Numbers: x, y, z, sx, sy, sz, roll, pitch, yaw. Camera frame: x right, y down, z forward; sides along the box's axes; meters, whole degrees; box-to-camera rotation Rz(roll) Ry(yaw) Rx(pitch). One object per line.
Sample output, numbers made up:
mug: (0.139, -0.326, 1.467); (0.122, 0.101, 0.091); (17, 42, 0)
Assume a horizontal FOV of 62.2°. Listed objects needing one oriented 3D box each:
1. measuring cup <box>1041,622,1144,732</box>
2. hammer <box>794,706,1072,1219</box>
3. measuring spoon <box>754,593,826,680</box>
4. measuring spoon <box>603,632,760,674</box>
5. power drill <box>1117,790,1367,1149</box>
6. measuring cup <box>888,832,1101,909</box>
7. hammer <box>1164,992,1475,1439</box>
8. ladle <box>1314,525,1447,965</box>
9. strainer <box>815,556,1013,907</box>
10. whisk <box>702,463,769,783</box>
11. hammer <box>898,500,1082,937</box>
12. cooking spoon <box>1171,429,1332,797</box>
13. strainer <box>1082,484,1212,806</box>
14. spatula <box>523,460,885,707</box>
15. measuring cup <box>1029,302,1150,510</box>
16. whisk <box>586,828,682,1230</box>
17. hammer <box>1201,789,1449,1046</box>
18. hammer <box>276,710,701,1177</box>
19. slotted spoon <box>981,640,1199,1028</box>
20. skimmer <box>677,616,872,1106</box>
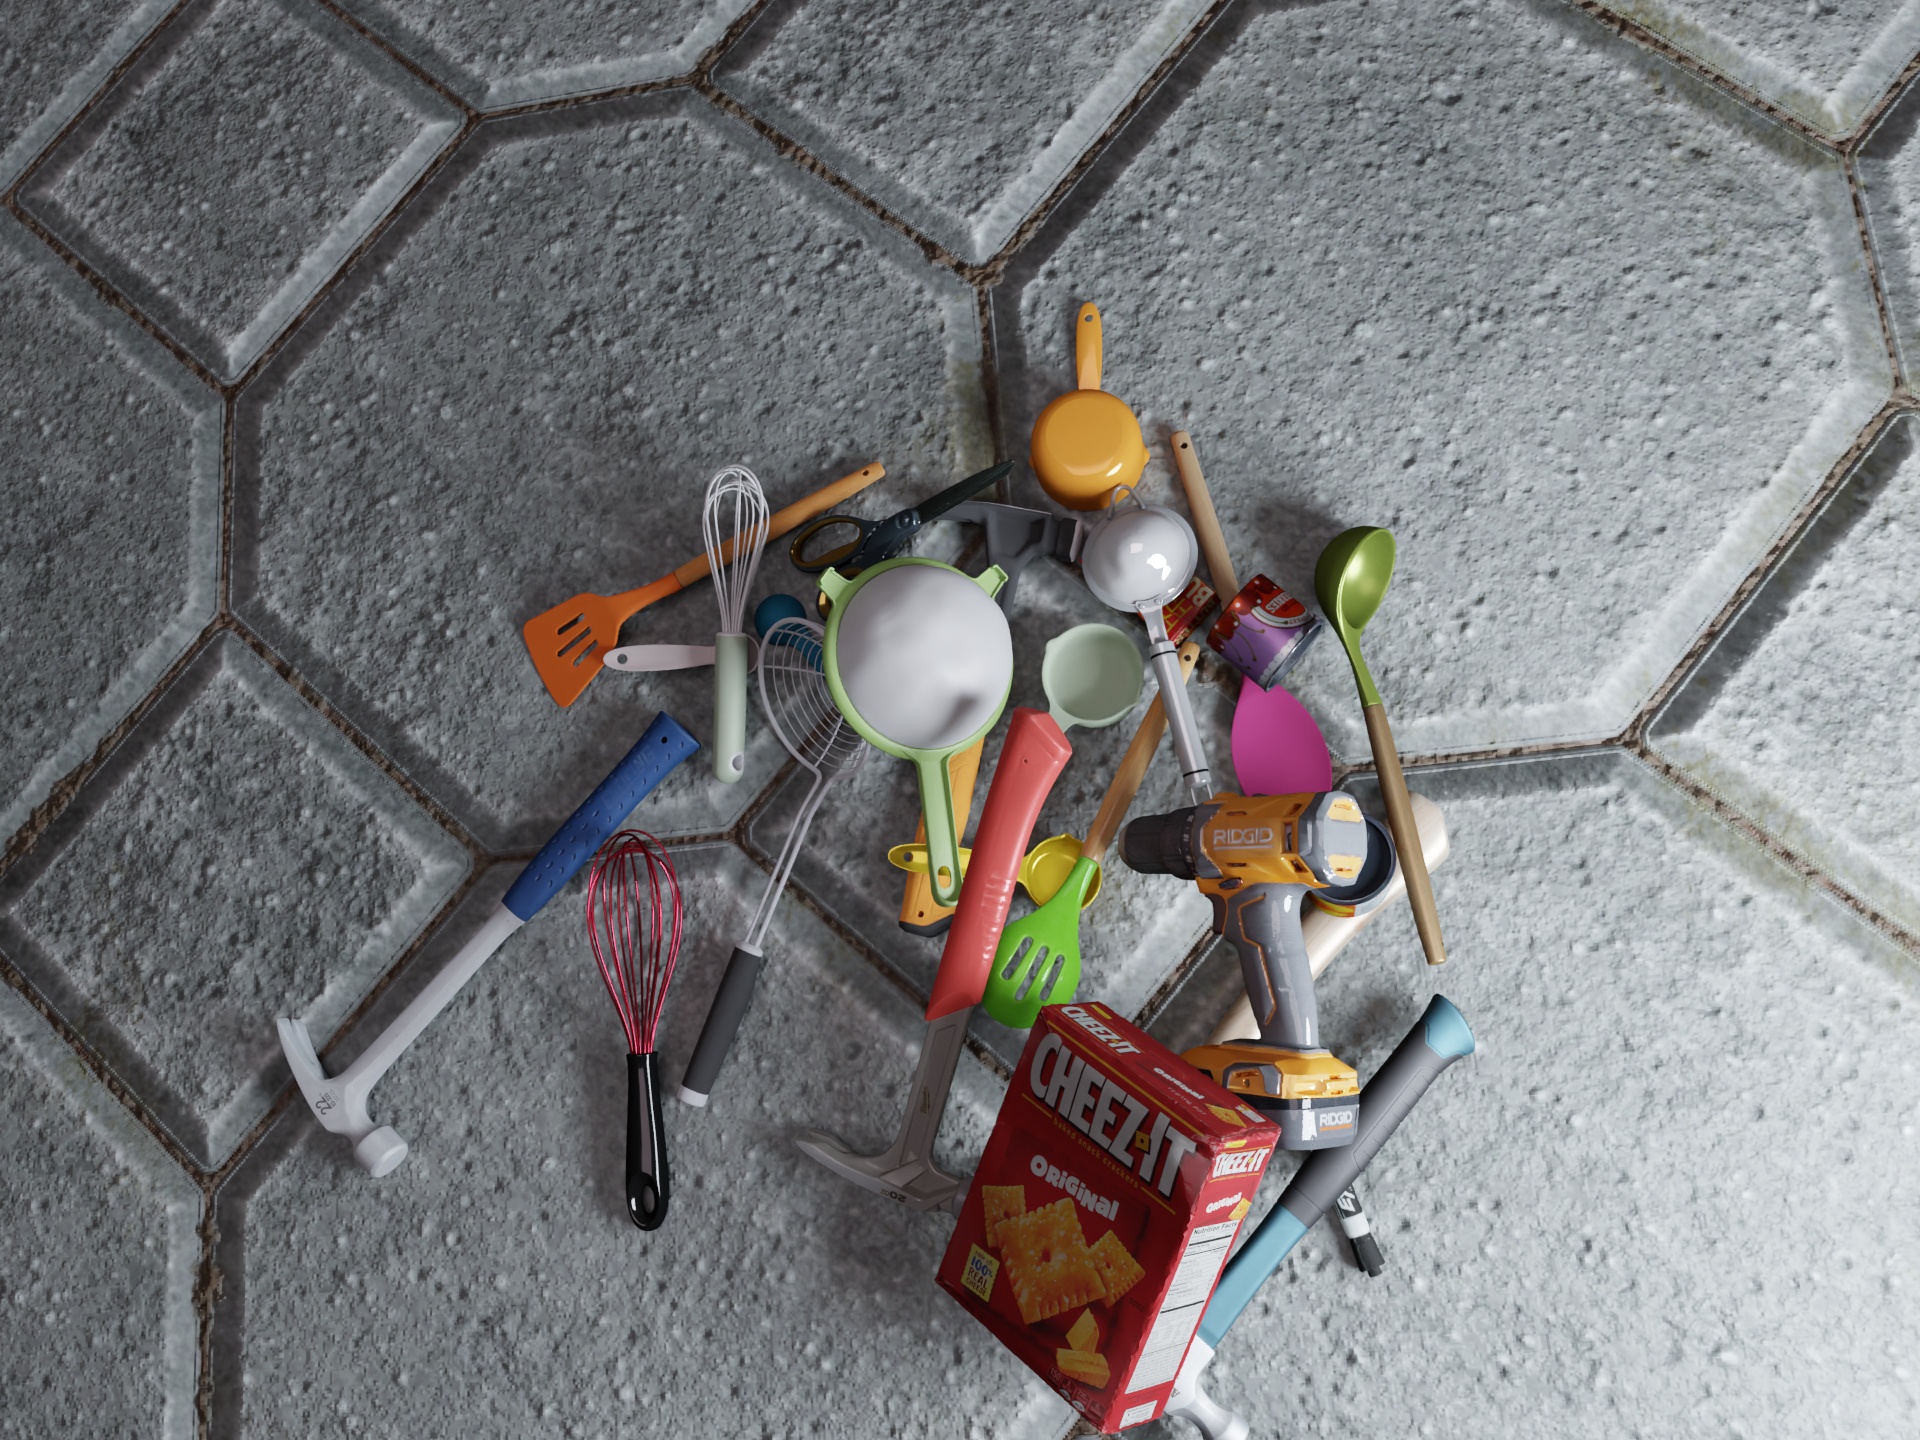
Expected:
measuring cup: (0.075, 0.005, 1.193); (0.083, 0.038, 0.167); (34, 87, 14)
hammer: (-0.004, 0.163, 1.102); (0.149, 0.036, 0.359); (18, 99, 20)
measuring spoon: (-0.114, -0.054, 1.243); (0.129, 0.021, 0.042); (42, 87, 16)
measuring spoon: (-0.219, -0.050, 1.254); (0.124, 0.018, 0.034); (-2, 90, 1)
power drill: (0.180, 0.161, 1.063); (0.185, 0.084, 0.226); (-6, 79, 46)
measuring cup: (0.025, 0.109, 1.167); (0.156, 0.029, 0.062); (7, 79, -1)
hammer: (0.233, 0.323, 1.070); (0.128, 0.033, 0.331); (41, 84, 2)
ladle: (0.308, 0.012, 1.121); (0.062, 0.078, 0.320); (-20, 68, 29)
strainer: (-0.012, 0.003, 1.126); (0.151, 0.069, 0.256); (-3, 82, -26)
whisk: (-0.177, -0.074, 1.226); (0.059, 0.057, 0.246); (4, 94, 32)
hammer: (-0.002, -0.004, 1.208); (0.127, 0.034, 0.337); (11, 80, 11)
cooking spoon: (0.209, -0.074, 1.197); (0.069, 0.017, 0.319); (-16, 76, 7)
strainer: (0.146, -0.059, 1.158); (0.087, 0.050, 0.258); (-16, 78, 12)
spatula: (-0.203, -0.122, 1.274); (0.322, 0.041, 0.081); (-29, 76, -2)
measuring cup: (0.098, -0.253, 1.236); (0.095, 0.052, 0.174); (-1, 80, 9)
whisk: (-0.239, 0.229, 1.187); (0.073, 0.073, 0.296); (-5, 84, 8)
hammer: (0.196, 0.211, 1.128); (0.146, 0.038, 0.410); (38, 86, 16)
hammer: (-0.358, 0.151, 1.231); (0.144, 0.035, 0.405); (41, 87, 15)
slotted spoon: (0.102, 0.077, 1.150); (0.070, 0.031, 0.314); (28, 76, 0)
skimmer: (-0.155, 0.106, 1.180); (0.127, 0.090, 0.363); (16, 82, 43)
